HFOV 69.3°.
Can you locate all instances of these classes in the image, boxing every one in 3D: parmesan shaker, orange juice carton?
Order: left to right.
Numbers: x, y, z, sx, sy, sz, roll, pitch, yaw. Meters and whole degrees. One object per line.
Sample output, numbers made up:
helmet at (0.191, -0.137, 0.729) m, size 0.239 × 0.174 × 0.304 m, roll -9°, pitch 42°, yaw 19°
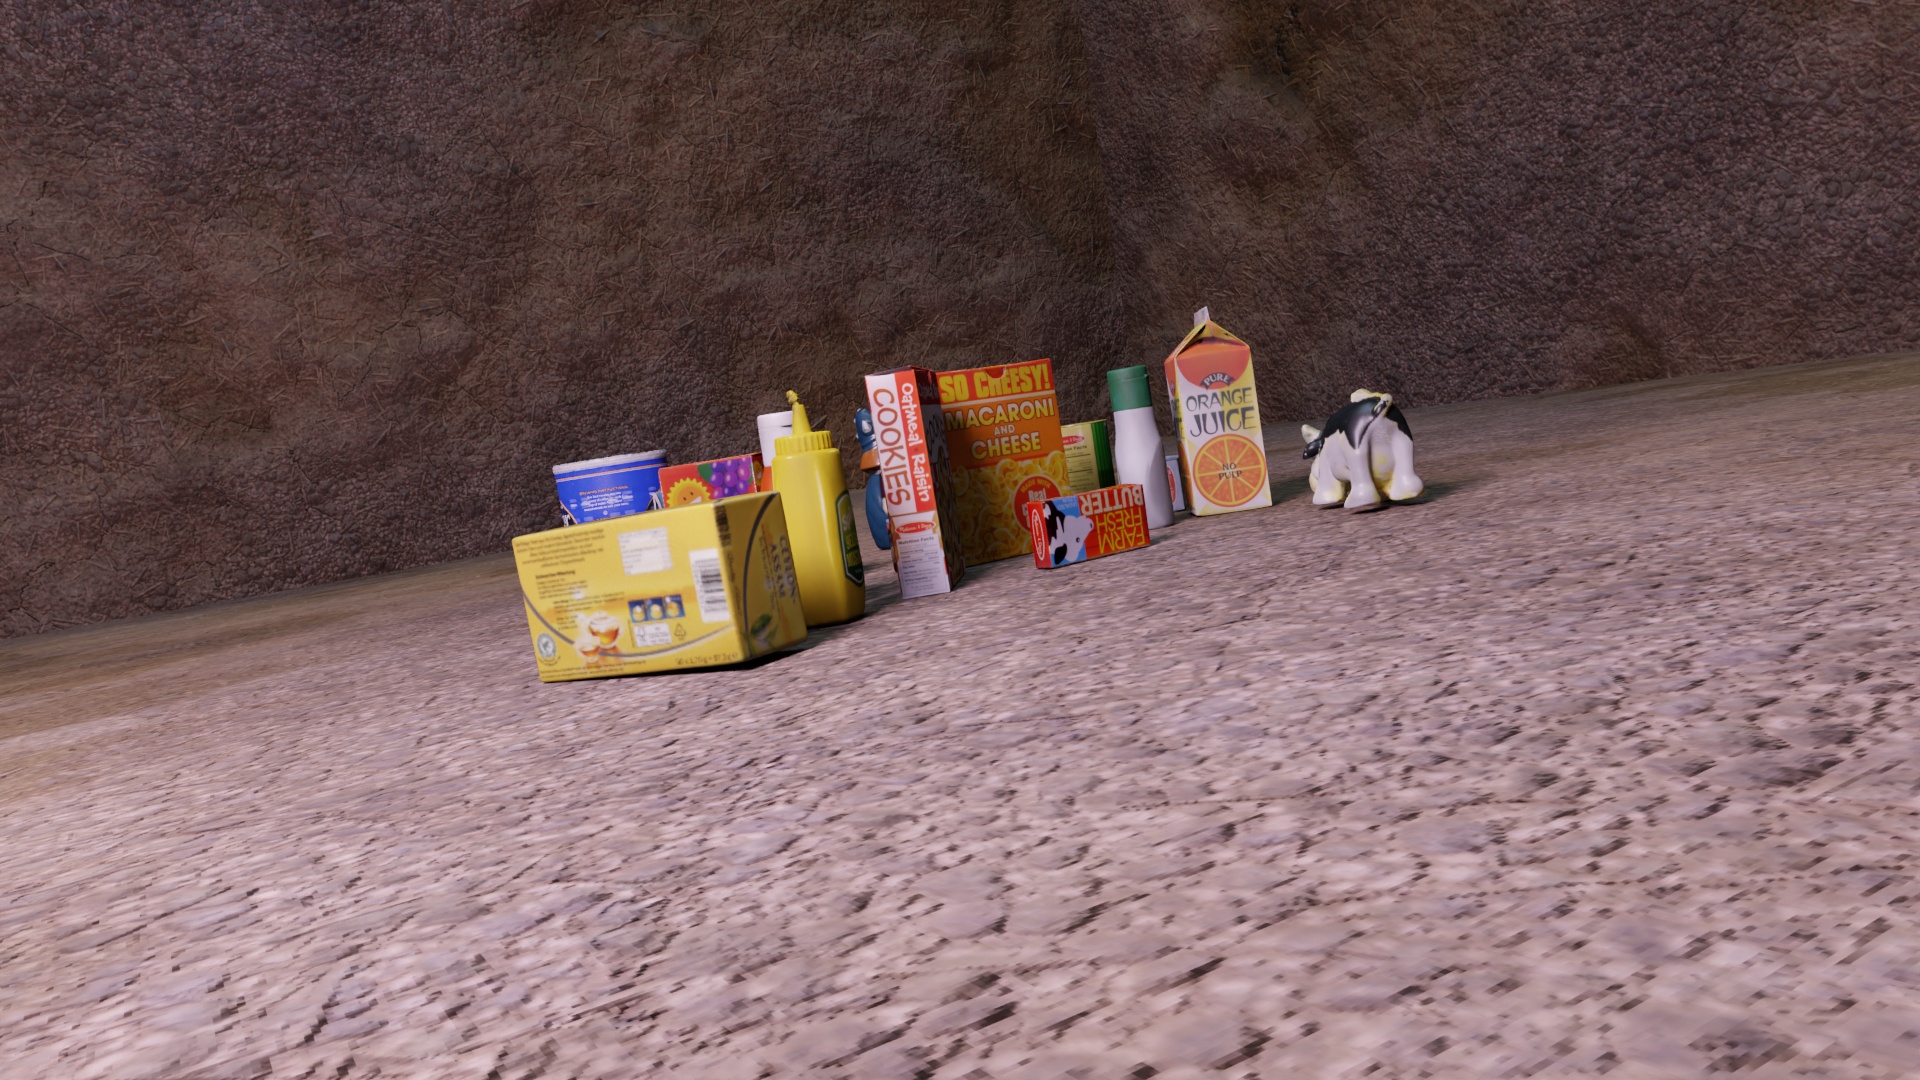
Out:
parmesan shaker at (0.124, -0.069, 1.438) m, size 0.071 × 0.103 × 0.071 m, roll -9°, pitch 4°, yaw 1°
orange juice carton at (0.241, -0.123, 1.318) m, size 0.073 × 0.192 × 0.072 m, roll -9°, pitch 4°, yaw 2°

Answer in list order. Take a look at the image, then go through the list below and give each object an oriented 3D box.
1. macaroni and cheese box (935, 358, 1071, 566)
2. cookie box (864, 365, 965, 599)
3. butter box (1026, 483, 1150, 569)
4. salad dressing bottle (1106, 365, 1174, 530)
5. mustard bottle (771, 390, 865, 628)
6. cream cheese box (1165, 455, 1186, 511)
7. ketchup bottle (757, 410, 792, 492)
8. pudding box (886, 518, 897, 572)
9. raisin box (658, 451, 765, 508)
macaroni and cheese box at (0.032, -0.069, 1.208) m, size 0.124 × 0.166 × 0.040 m, roll -11°, pitch 5°, yaw -30°
cookie box at (-0.031, -0.047, 1.066) m, size 0.040 × 0.167 × 0.123 m, roll -9°, pitch 4°, yaw 7°
butter box at (0.101, -0.012, 1.090) m, size 0.104 × 0.053 × 0.024 m, roll -12°, pitch 5°, yaw -33°
salad dressing bottle at (0.162, -0.084, 1.262) m, size 0.044 × 0.147 × 0.064 m, roll -7°, pitch 4°, yaw 25°
mustard bottle at (-0.099, -0.023, 0.941) m, size 0.049 × 0.160 × 0.065 m, roll -8°, pitch 4°, yaw 10°
cream cheese box at (0.220, -0.060, 1.443) m, size 0.024 × 0.053 × 0.104 m, roll -8°, pitch 5°, yaw 12°
ketchup bottle at (-0.120, -0.020, 1.023) m, size 0.065 × 0.148 × 0.043 m, roll -11°, pitch 5°, yaw -28°
pudding box at (-0.042, 0.004, 1.192) m, size 0.030 × 0.049 × 0.083 m, roll -10°, pitch 4°, yaw -9°
raisin box at (-0.196, -0.007, 1.155) m, size 0.086 × 0.123 × 0.040 m, roll -8°, pitch 4°, yaw 14°
